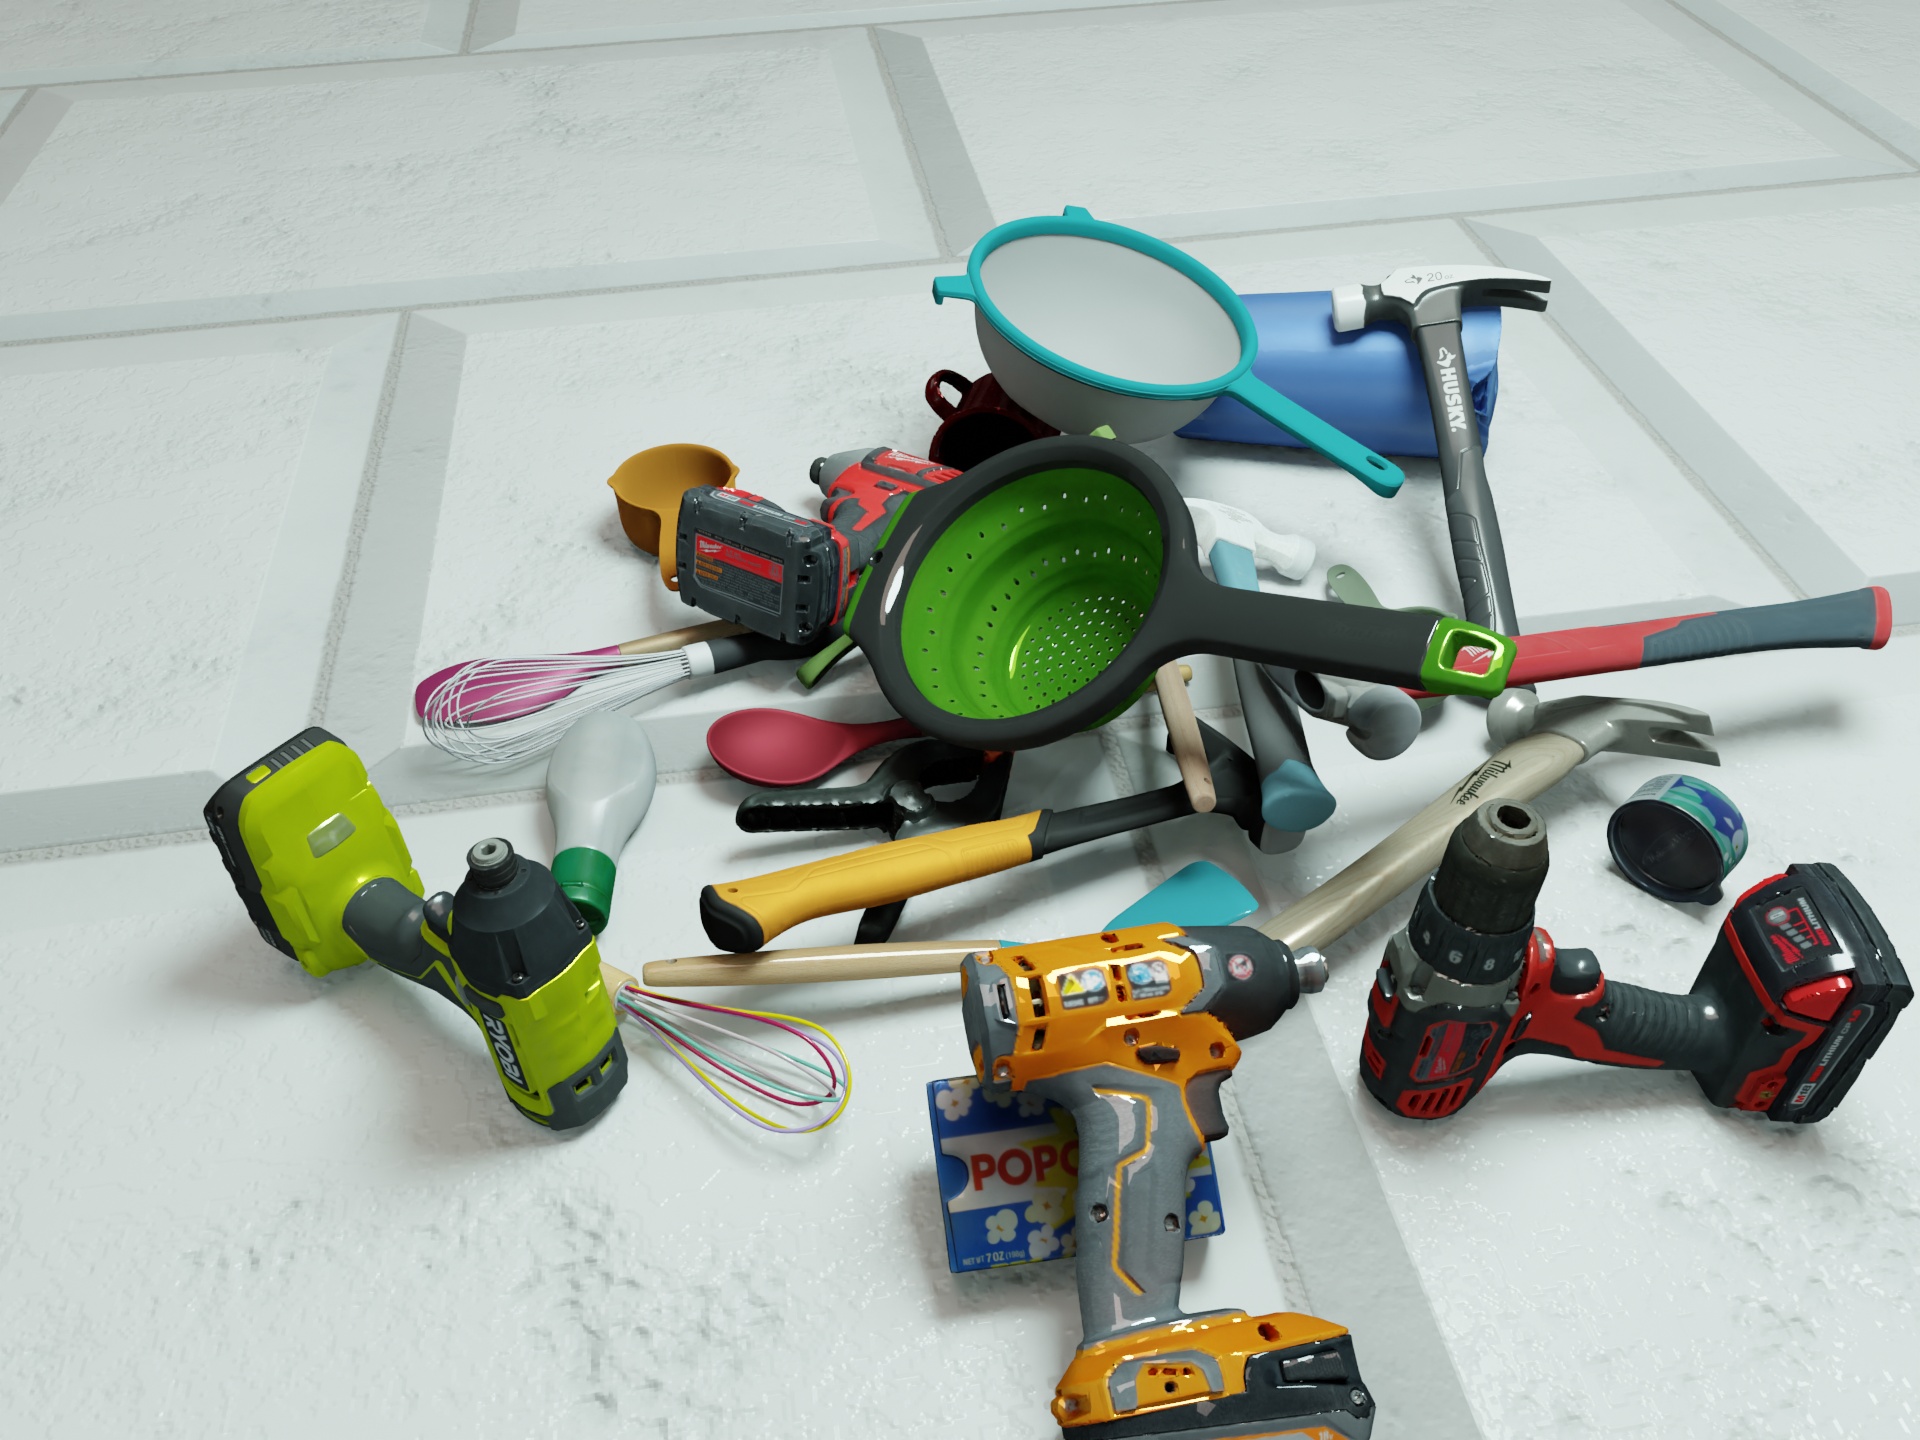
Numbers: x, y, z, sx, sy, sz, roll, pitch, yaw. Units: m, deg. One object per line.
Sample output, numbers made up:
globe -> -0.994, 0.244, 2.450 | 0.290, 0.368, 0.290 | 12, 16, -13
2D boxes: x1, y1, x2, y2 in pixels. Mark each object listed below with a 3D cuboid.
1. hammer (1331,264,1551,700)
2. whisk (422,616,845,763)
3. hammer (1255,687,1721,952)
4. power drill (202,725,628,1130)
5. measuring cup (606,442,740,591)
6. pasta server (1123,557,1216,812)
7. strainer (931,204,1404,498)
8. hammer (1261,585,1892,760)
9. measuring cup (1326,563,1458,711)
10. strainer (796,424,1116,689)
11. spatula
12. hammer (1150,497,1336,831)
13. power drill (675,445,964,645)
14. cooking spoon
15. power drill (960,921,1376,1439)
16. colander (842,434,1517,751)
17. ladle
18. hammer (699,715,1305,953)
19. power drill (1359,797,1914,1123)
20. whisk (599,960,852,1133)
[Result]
hammer -> 0.344, -0.166, 1.069 | 0.146, 0.035, 0.335 | -7, 65, 10
whisk -> -0.199, -0.031, 1.016 | 0.284, 0.070, 0.070 | -16, 44, -22
hammer -> 0.222, 0.089, 0.847 | 0.410, 0.038, 0.146 | -29, 18, -23
power drill -> -0.269, 0.094, 0.795 | 0.223, 0.171, 0.080 | 22, 47, 29
measuring cup -> -0.200, -0.129, 1.129 | 0.095, 0.052, 0.174 | -6, 44, -5
pasta server -> 0.130, -0.039, 0.983 | 0.060, 0.040, 0.316 | 26, 26, -15
strainer -> 0.147, -0.227, 1.118 | 0.340, 0.095, 0.211 | 36, 47, 14
hammer -> 0.365, -0.048, 0.922 | 0.386, 0.038, 0.143 | -7, 29, -16
measuring cup -> 0.275, -0.056, 1.042 | 0.083, 0.038, 0.168 | -26, 28, 8
strainer -> 0.011, -0.083, 1.052 | 0.256, 0.151, 0.069 | -37, 84, -10
spatula -> -0.005, 0.113, 0.833 | 0.317, 0.044, 0.082 | -2, 14, -13
hammer -> 0.182, -0.045, 0.976 | 0.128, 0.033, 0.331 | 19, 33, -12
power drill -> -0.089, -0.135, 1.089 | 0.143, 0.078, 0.220 | 22, 32, 24
cooking spoon -> -0.202, -0.050, 1.063 | 0.319, 0.017, 0.069 | -13, 42, -13
power drill -> 0.098, 0.195, 0.673 | 0.164, 0.084, 0.227 | -8, 67, -8
colander -> 0.118, -0.044, 0.888 | 0.397, 0.094, 0.204 | 13, 70, 37
ladle -> -0.002, -0.003, 1.000 | 0.315, 0.031, 0.069 | -11, 45, -13
hammer -> 0.019, 0.063, 0.872 | 0.336, 0.034, 0.127 | -12, 33, -24
power drill -> 0.311, 0.113, 0.745 | 0.226, 0.187, 0.080 | 1, 41, -3
whisk -> -0.155, 0.148, 0.824 | 0.245, 0.047, 0.051 | 19, 18, 28
